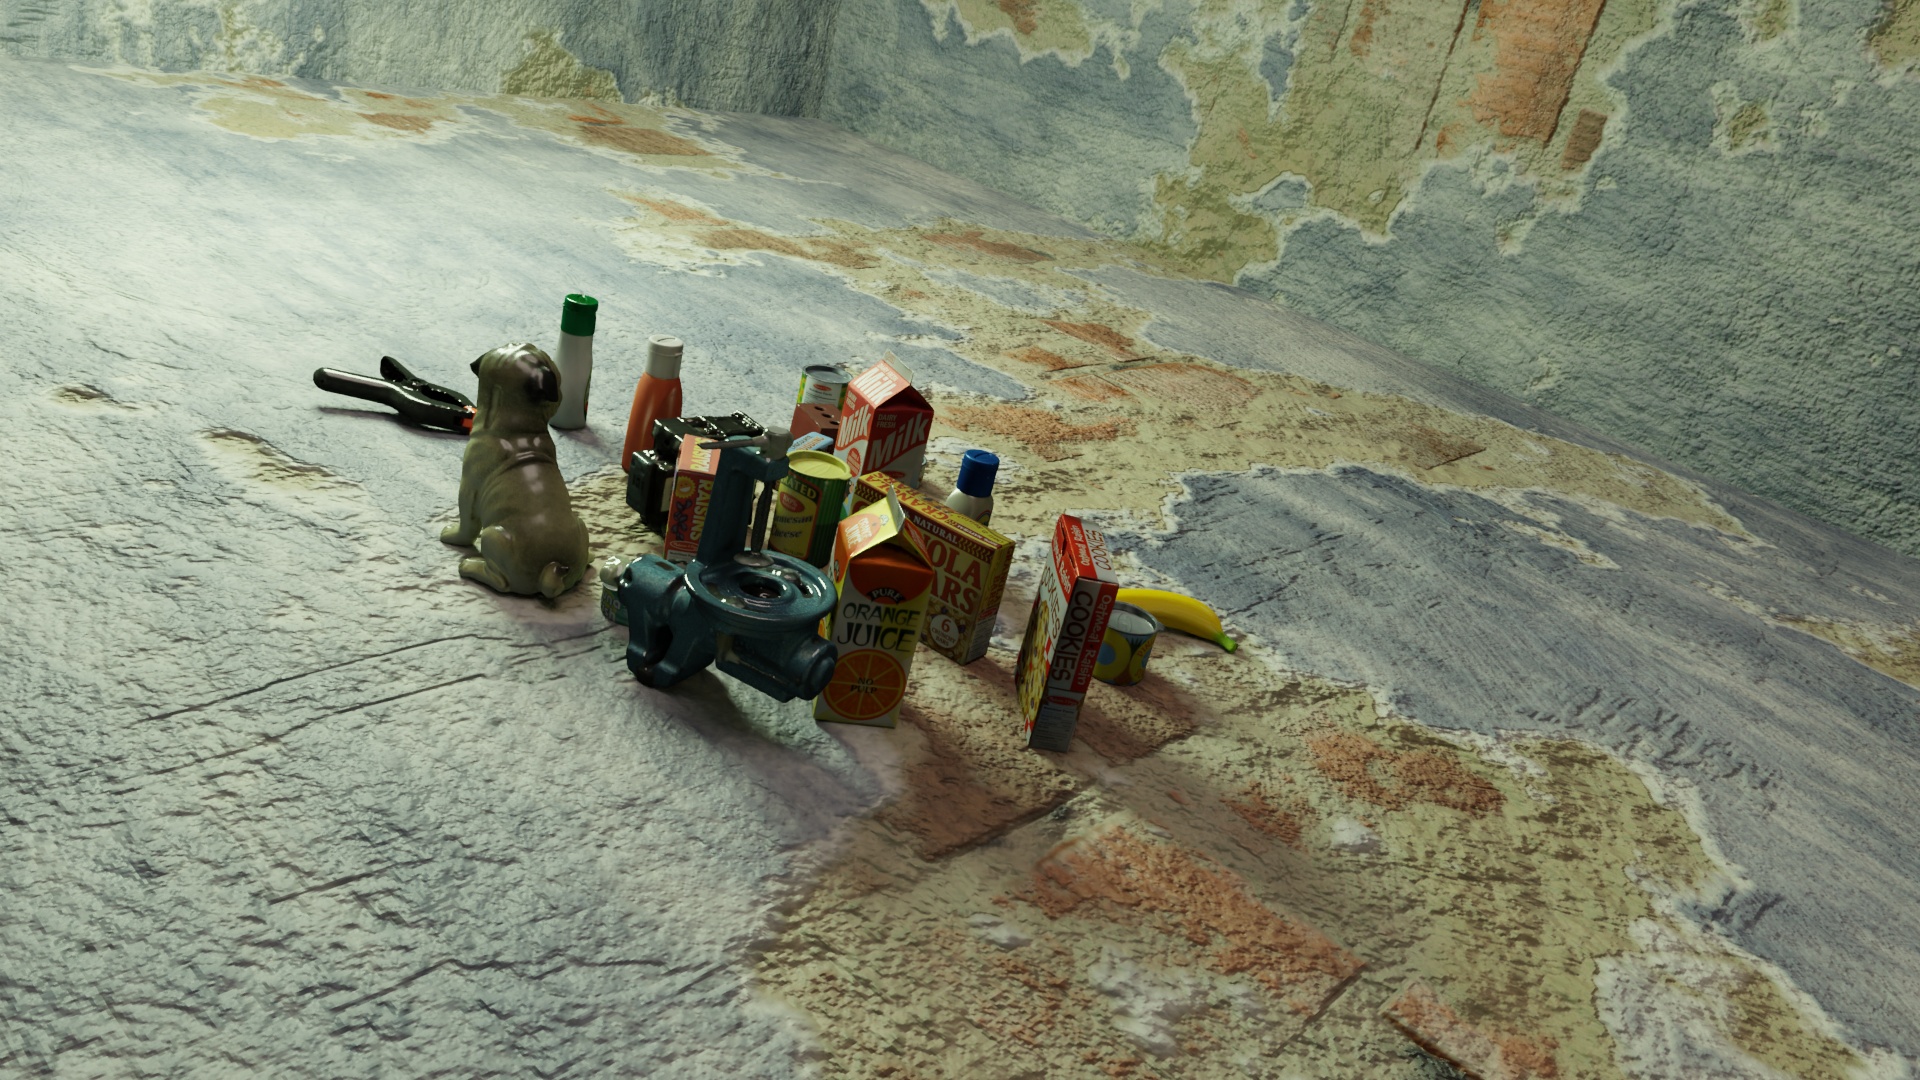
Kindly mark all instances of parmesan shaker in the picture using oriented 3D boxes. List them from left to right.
[{"bbox_3d":[-0.150,-0.029,1.385,0.071,0.102,0.071,12,24,-5],"label":"parmesan shaker"}]

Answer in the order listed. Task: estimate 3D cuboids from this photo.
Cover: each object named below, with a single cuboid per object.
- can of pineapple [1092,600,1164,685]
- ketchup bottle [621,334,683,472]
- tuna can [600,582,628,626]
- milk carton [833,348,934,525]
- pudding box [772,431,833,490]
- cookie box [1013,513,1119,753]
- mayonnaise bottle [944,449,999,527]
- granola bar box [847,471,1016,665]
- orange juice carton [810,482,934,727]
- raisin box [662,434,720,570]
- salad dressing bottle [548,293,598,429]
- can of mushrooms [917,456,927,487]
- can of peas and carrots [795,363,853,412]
[{"bbox_3d":[0.153,0.099,1.331,0.071,0.057,0.071,12,24,-5],"label":"can of pineapple"},{"bbox_3d":[-0.324,-0.144,1.483,0.043,0.148,0.065,24,25,21],"label":"ketchup bottle"},{"bbox_3d":[-0.285,0.048,1.225,0.071,0.032,0.071,12,24,-5],"label":"tuna can"},{"bbox_3d":[-0.085,-0.103,1.477,0.073,0.189,0.072,0,27,-31],"label":"milk carton"},{"bbox_3d":[-0.179,-0.088,1.564,0.030,0.049,0.084,22,25,16],"label":"pudding box"},{"bbox_3d":[0.088,0.078,1.204,0.040,0.166,0.123,11,24,-9],"label":"cookie box"},{"bbox_3d":[0.005,-0.017,1.391,0.041,0.147,0.065,25,26,24],"label":"mayonnaise bottle"},{"bbox_3d":[-0.038,0.025,1.304,0.166,0.123,0.039,27,26,27],"label":"granola bar box"},{"bbox_3d":[-0.072,0.052,1.140,0.073,0.191,0.072,8,24,-15],"label":"orange juice carton"},{"bbox_3d":[-0.252,-0.025,1.293,0.040,0.122,0.086,10,24,-11],"label":"raisin box"},{"bbox_3d":[-0.430,-0.199,1.545,0.044,0.147,0.064,6,25,-20],"label":"salad dressing bottle"},{"bbox_3d":[-0.074,-0.088,1.644,0.071,0.033,0.071,12,24,-5],"label":"can of mushrooms"},{"bbox_3d":[-0.174,-0.188,1.776,0.071,0.058,0.071,12,24,-5],"label":"can of peas and carrots"}]
